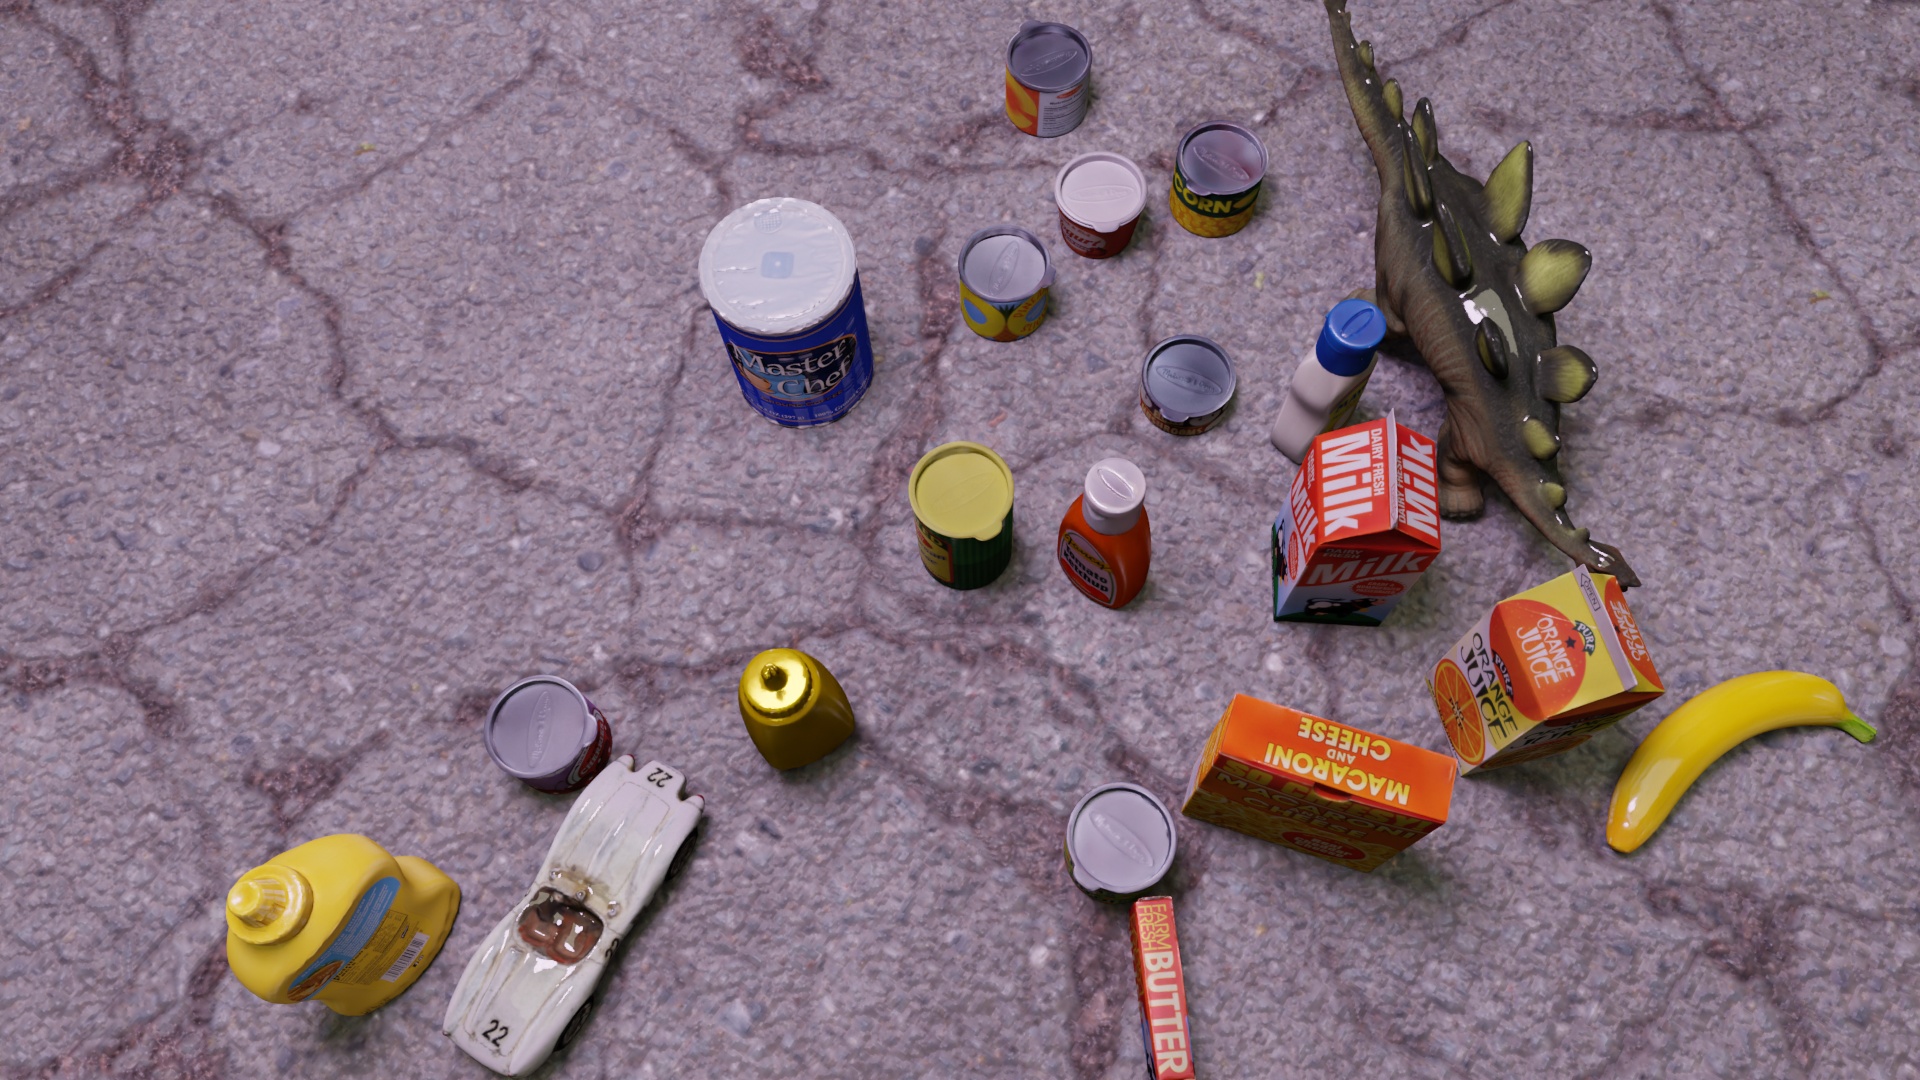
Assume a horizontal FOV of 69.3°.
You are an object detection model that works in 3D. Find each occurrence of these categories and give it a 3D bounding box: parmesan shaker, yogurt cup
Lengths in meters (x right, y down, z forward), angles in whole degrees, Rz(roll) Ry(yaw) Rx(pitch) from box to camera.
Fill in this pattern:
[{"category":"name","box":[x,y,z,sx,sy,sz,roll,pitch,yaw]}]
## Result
[{"category":"parmesan shaker","box":[0.003,-0.011,0.915,0.071,0.102,0.071,-1,68,1]},{"category":"yogurt cup","box":[0.103,-0.247,1.035,0.072,0.053,0.072,-1,68,1]}]

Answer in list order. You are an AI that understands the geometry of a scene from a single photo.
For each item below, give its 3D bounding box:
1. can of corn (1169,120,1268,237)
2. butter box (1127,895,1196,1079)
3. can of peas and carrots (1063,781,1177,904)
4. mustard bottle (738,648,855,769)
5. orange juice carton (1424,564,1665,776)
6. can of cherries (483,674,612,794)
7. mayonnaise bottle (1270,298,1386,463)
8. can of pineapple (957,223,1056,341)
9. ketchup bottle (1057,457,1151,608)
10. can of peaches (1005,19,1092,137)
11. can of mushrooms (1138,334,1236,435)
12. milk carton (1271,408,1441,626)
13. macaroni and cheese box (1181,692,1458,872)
[{"category":"can of corn","box":[0.190,-0.267,1.039,0.071,0.058,0.071,-1,68,1]},{"category":"butter box","box":[0.118,0.267,0.824,0.024,0.053,0.104,-5,68,0]},{"category":"can of peas and carrots","box":[0.095,0.189,0.854,0.071,0.058,0.071,-1,68,1]},{"category":"mustard bottle","box":[-0.103,0.097,0.842,0.065,0.159,0.049,-28,70,-9]},{"category":"orange juice carton","box":[0.345,0.079,0.820,0.073,0.192,0.072,-12,68,-3]},{"category":"can of cherries","box":[-0.260,0.126,0.889,0.071,0.058,0.072,-1,68,1]},{"category":"mayonnaise bottle","box":[0.246,-0.106,0.923,0.065,0.147,0.041,-41,73,-13]},{"category":"can of pineapple","box":[0.033,-0.185,1.009,0.071,0.057,0.071,-1,68,1]},{"category":"ketchup bottle","box":[0.094,-0.007,0.885,0.065,0.148,0.043,42,75,16]},{"category":"can of peaches","box":[0.067,-0.359,1.080,0.071,0.058,0.071,-1,68,1]},{"category":"can of mushrooms","box":[0.160,-0.108,0.987,0.071,0.033,0.071,-1,68,1]},{"category":"milk carton","box":[0.245,-0.009,0.860,0.073,0.190,0.072,3,68,3]},{"category":"macaroni and cheese box","box":[0.203,0.146,0.810,0.124,0.166,0.040,16,70,8]}]
